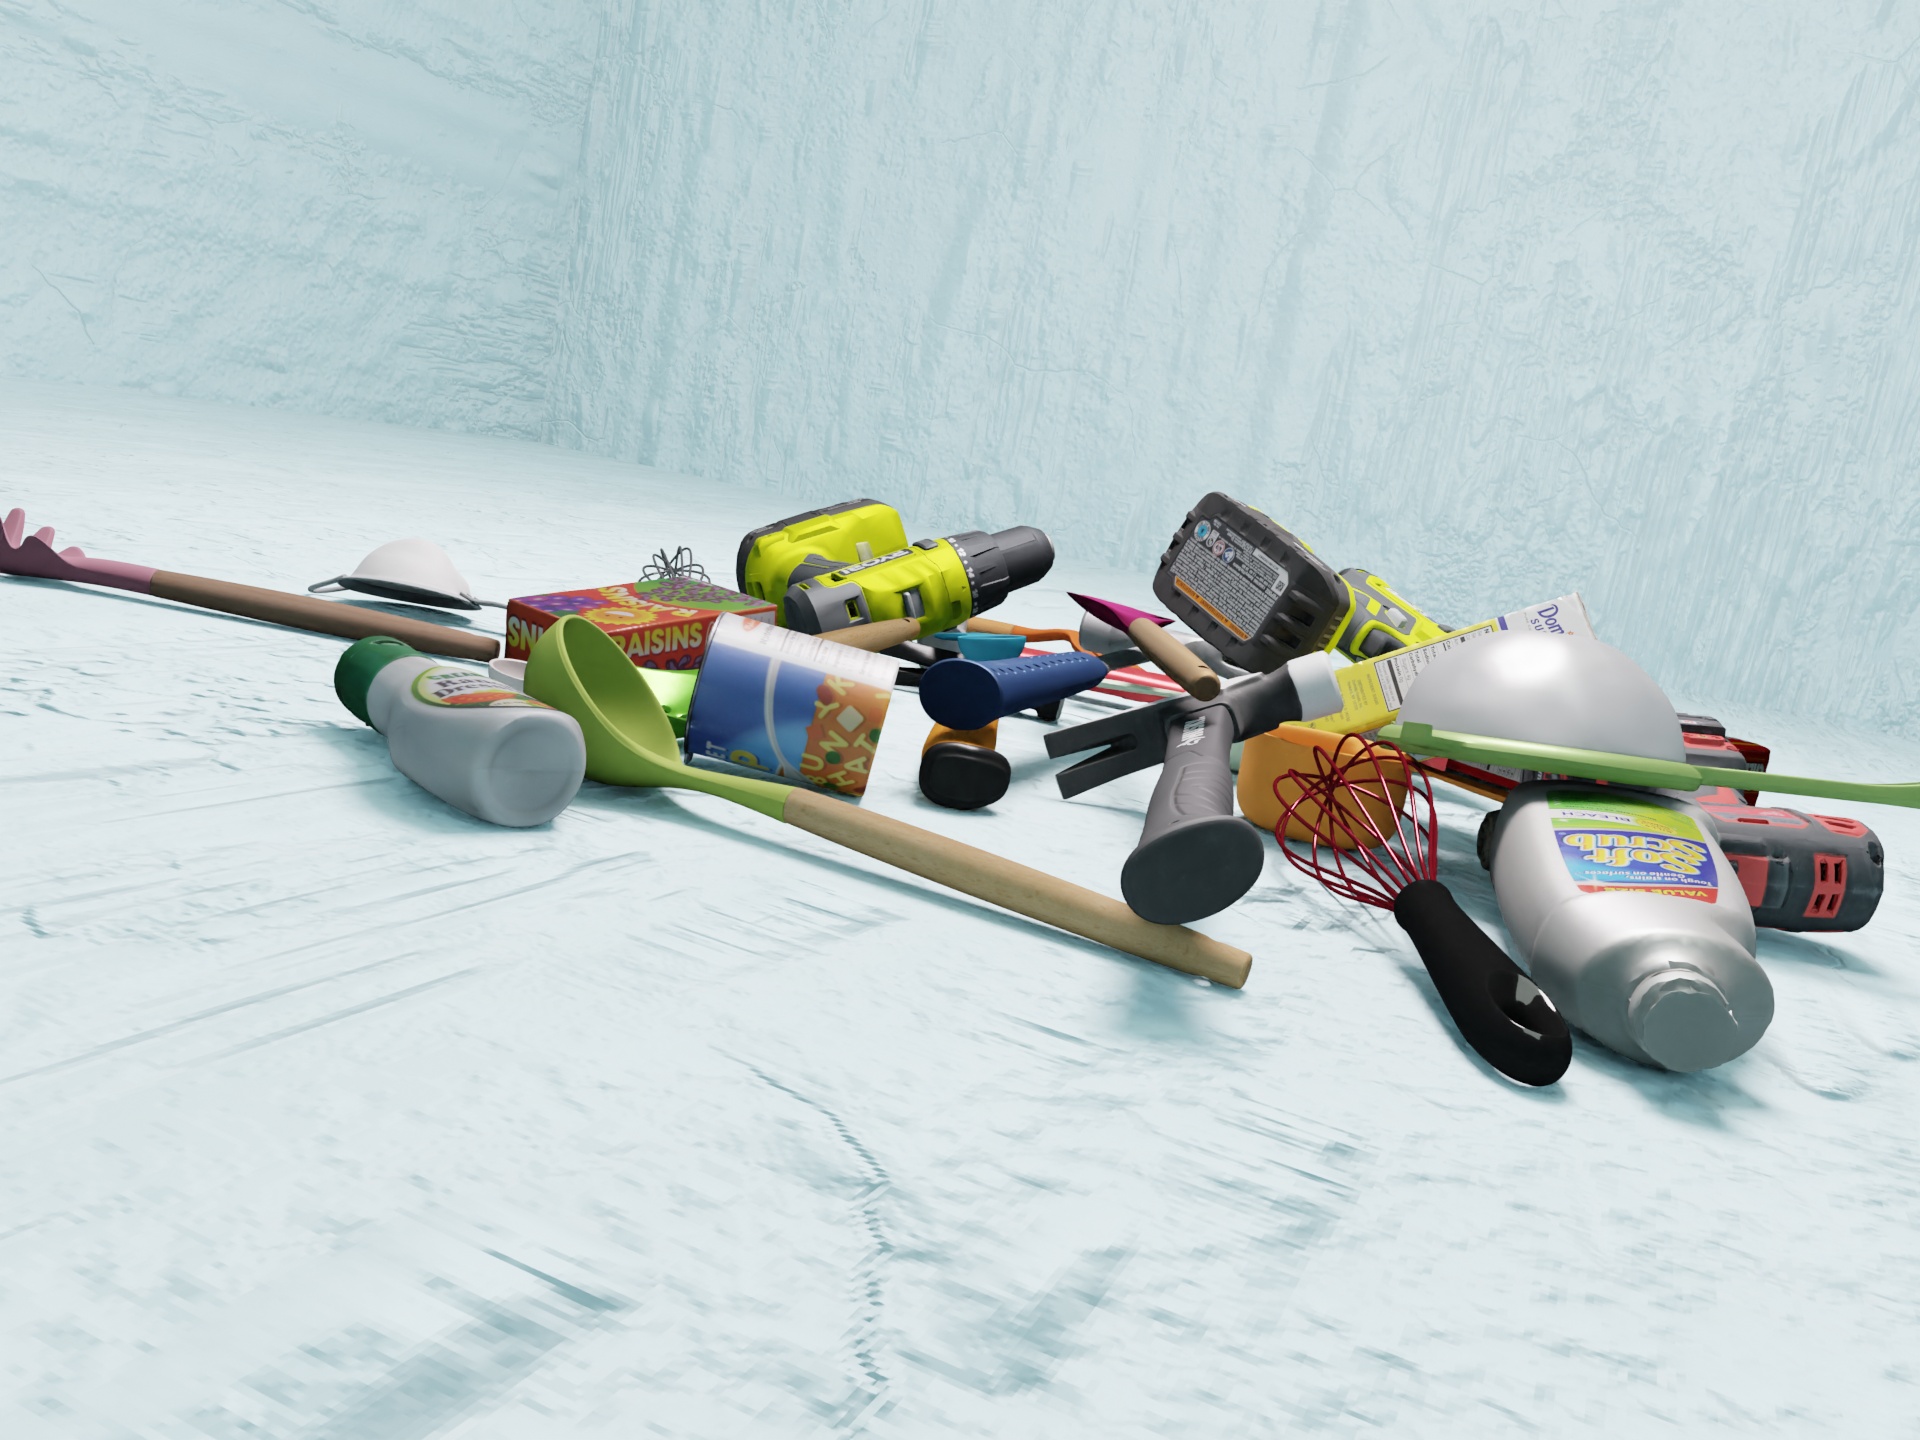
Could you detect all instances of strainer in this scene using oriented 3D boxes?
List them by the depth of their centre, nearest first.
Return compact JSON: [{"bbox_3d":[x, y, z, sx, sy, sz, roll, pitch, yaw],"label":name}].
[{"bbox_3d":[0.334,-0.003,0.764,0.256,0.069,0.151,7,1,13],"label":"strainer"},{"bbox_3d":[-0.270,-0.069,0.968,0.258,0.050,0.087,15,-5,5],"label":"strainer"}]

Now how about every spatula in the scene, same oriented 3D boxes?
[{"bbox_3d":[0.024,-0.067,1.340,0.323,0.041,0.081,12,9,32],"label":"spatula"}]

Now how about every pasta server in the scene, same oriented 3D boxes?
[{"bbox_3d":[-0.404,-0.076,0.855,0.316,0.040,0.060,12,-1,-2],"label":"pasta server"}]

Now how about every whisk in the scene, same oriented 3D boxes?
[{"bbox_3d":[0.181,0.067,0.640,0.073,0.073,0.296,10,16,-4],"label":"whisk"},{"bbox_3d":[-0.191,-0.075,1.080,0.055,0.055,0.239,8,15,-15],"label":"whisk"}]

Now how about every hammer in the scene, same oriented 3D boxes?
[{"bbox_3d":[0.091,0.025,0.654,0.146,0.035,0.335,-17,6,12],"label":"hammer"},{"bbox_3d":[-0.001,-0.003,0.893,0.127,0.034,0.337,12,10,1],"label":"hammer"},{"bbox_3d":[0.082,-0.031,0.927,0.144,0.035,0.405,14,11,20],"label":"hammer"},{"bbox_3d":[0.165,-0.021,1.175,0.386,0.038,0.143,12,8,7],"label":"hammer"}]

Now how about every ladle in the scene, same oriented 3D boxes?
[{"bbox_3d":[-0.037,0.029,0.609,0.320,0.062,0.078,18,-8,23],"label":"ladle"}]

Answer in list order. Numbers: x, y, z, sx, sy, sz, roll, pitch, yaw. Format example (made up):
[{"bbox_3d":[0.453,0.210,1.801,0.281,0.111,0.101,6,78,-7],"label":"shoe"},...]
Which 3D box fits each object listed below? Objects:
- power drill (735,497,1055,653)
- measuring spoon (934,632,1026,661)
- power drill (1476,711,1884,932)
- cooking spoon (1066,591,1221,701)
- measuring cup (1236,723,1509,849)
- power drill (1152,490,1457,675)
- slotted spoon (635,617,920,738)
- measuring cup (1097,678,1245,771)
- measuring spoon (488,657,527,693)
[{"bbox_3d":[-0.056,-0.107,1.157,0.190,0.080,0.229,-21,20,-19],"label":"power drill"},{"bbox_3d":[0.006,-0.045,1.010,0.042,0.021,0.129,-2,5,-17],"label":"measuring spoon"},{"bbox_3d":[0.367,0.052,0.875,0.188,0.080,0.227,5,13,6],"label":"power drill"},{"bbox_3d":[0.103,-0.045,0.872,0.068,0.017,0.319,15,10,-6],"label":"cooking spoon"},{"bbox_3d":[0.221,0.046,0.806,0.174,0.052,0.095,19,11,34],"label":"measuring cup"},{"bbox_3d":[0.245,-0.058,1.010,0.223,0.080,0.171,15,22,-39],"label":"power drill"},{"bbox_3d":[-0.098,-0.031,0.867,0.070,0.031,0.314,29,21,19],"label":"slotted spoon"},{"bbox_3d":[0.141,0.002,1.024,0.168,0.038,0.083,13,10,26],"label":"measuring cup"},{"bbox_3d":[-0.177,-0.008,0.800,0.124,0.018,0.034,14,13,-28],"label":"measuring spoon"}]
